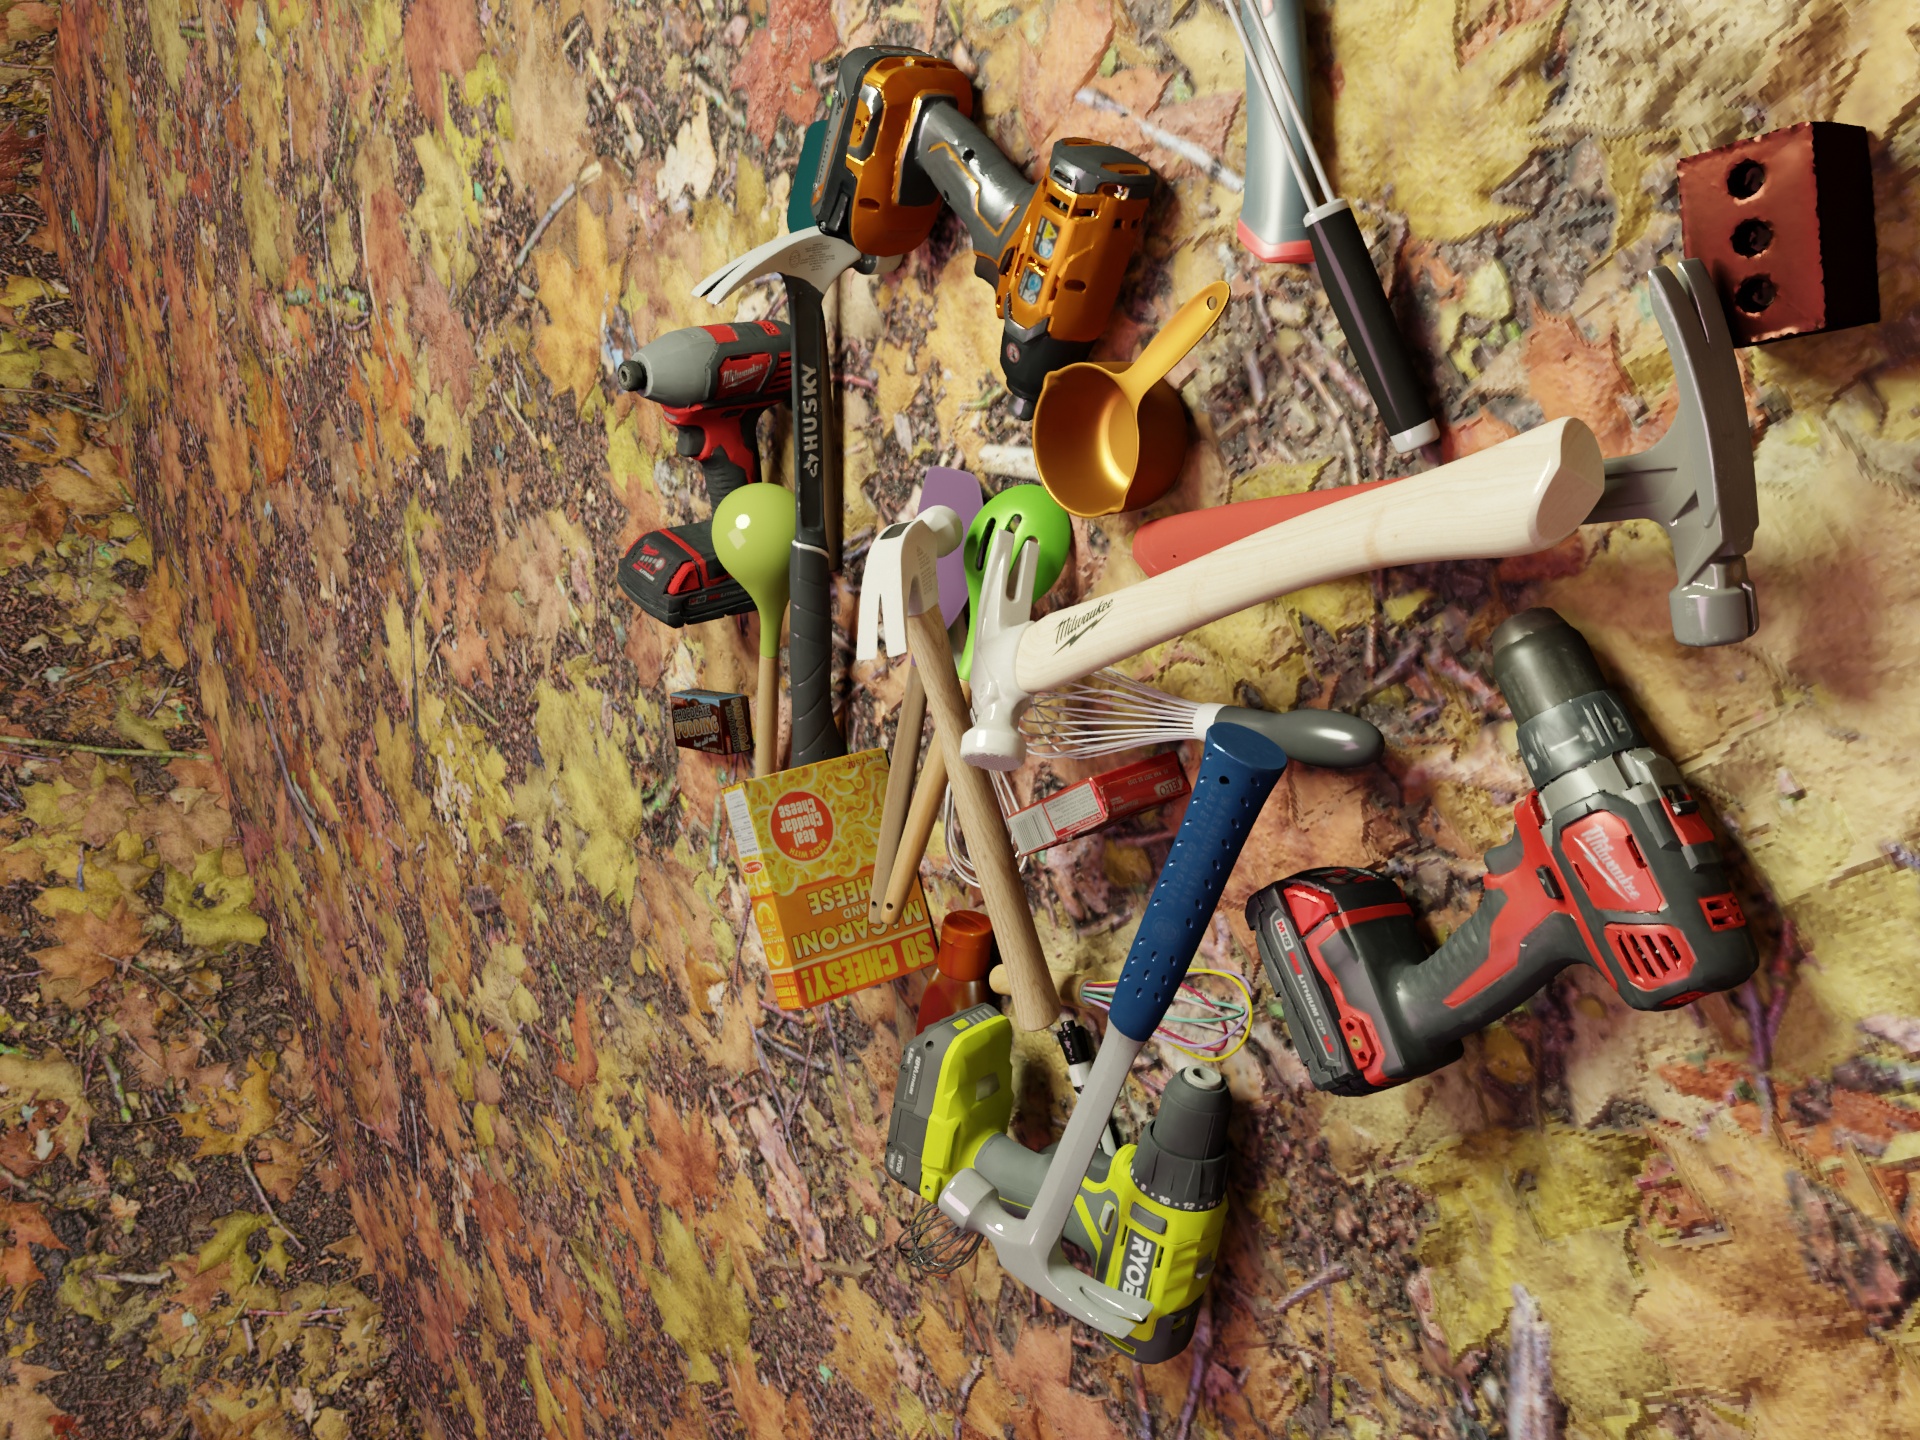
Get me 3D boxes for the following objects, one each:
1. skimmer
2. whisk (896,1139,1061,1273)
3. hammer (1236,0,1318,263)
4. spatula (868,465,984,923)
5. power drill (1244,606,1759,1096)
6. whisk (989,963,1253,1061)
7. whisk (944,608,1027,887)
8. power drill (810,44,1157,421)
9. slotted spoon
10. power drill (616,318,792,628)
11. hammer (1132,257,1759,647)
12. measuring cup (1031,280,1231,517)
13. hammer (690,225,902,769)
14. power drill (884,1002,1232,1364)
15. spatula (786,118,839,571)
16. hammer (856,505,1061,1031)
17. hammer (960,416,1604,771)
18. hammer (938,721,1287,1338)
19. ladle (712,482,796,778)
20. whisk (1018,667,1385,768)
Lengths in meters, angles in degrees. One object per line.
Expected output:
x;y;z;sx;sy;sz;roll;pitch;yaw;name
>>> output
0.152;-0.295;0.725;0.090;0.127;0.363;-136;22;-82;skimmer
0.026;0.350;1.148;0.239;0.055;0.055;-45;65;42;whisk
0.158;-0.421;0.768;0.143;0.038;0.386;3;103;49;hammer
-0.029;-0.011;1.067;0.060;0.018;0.316;20;106;35;spatula
0.246;0.071;0.768;0.226;0.080;0.188;-39;63;45;power drill
0.095;0.179;1.014;0.245;0.051;0.047;-4;103;55;whisk
0.003;-0.007;1.079;0.059;0.058;0.246;-10;89;18;whisk
0.007;-0.295;0.960;0.227;0.084;0.164;42;131;31;power drill
-0.002;-0.003;1.037;0.070;0.031;0.313;26;110;23;slotted spoon
-0.193;-0.188;1.190;0.079;0.143;0.219;36;129;37;power drill
0.202;-0.106;0.760;0.359;0.036;0.149;2;108;59;hammer
0.110;-0.183;0.886;0.173;0.052;0.095;-44;66;45;measuring cup
-0.110;-0.138;1.127;0.036;0.149;0.408;32;131;42;hammer
0.068;0.274;1.019;0.229;0.080;0.190;22;112;34;power drill
-0.093;-0.262;1.141;0.082;0.044;0.317;23;122;46;spatula
0.006;0.040;0.977;0.031;0.130;0.331;-10;106;24;hammer
0.132;-0.077;0.794;0.410;0.038;0.146;-18;59;54;hammer
0.095;0.180;0.880;0.144;0.035;0.405;34;126;25;hammer
-0.155;-0.038;1.248;0.062;0.078;0.320;52;146;43;ladle
0.121;-0.003;0.902;0.285;0.070;0.070;8;107;51;whisk
